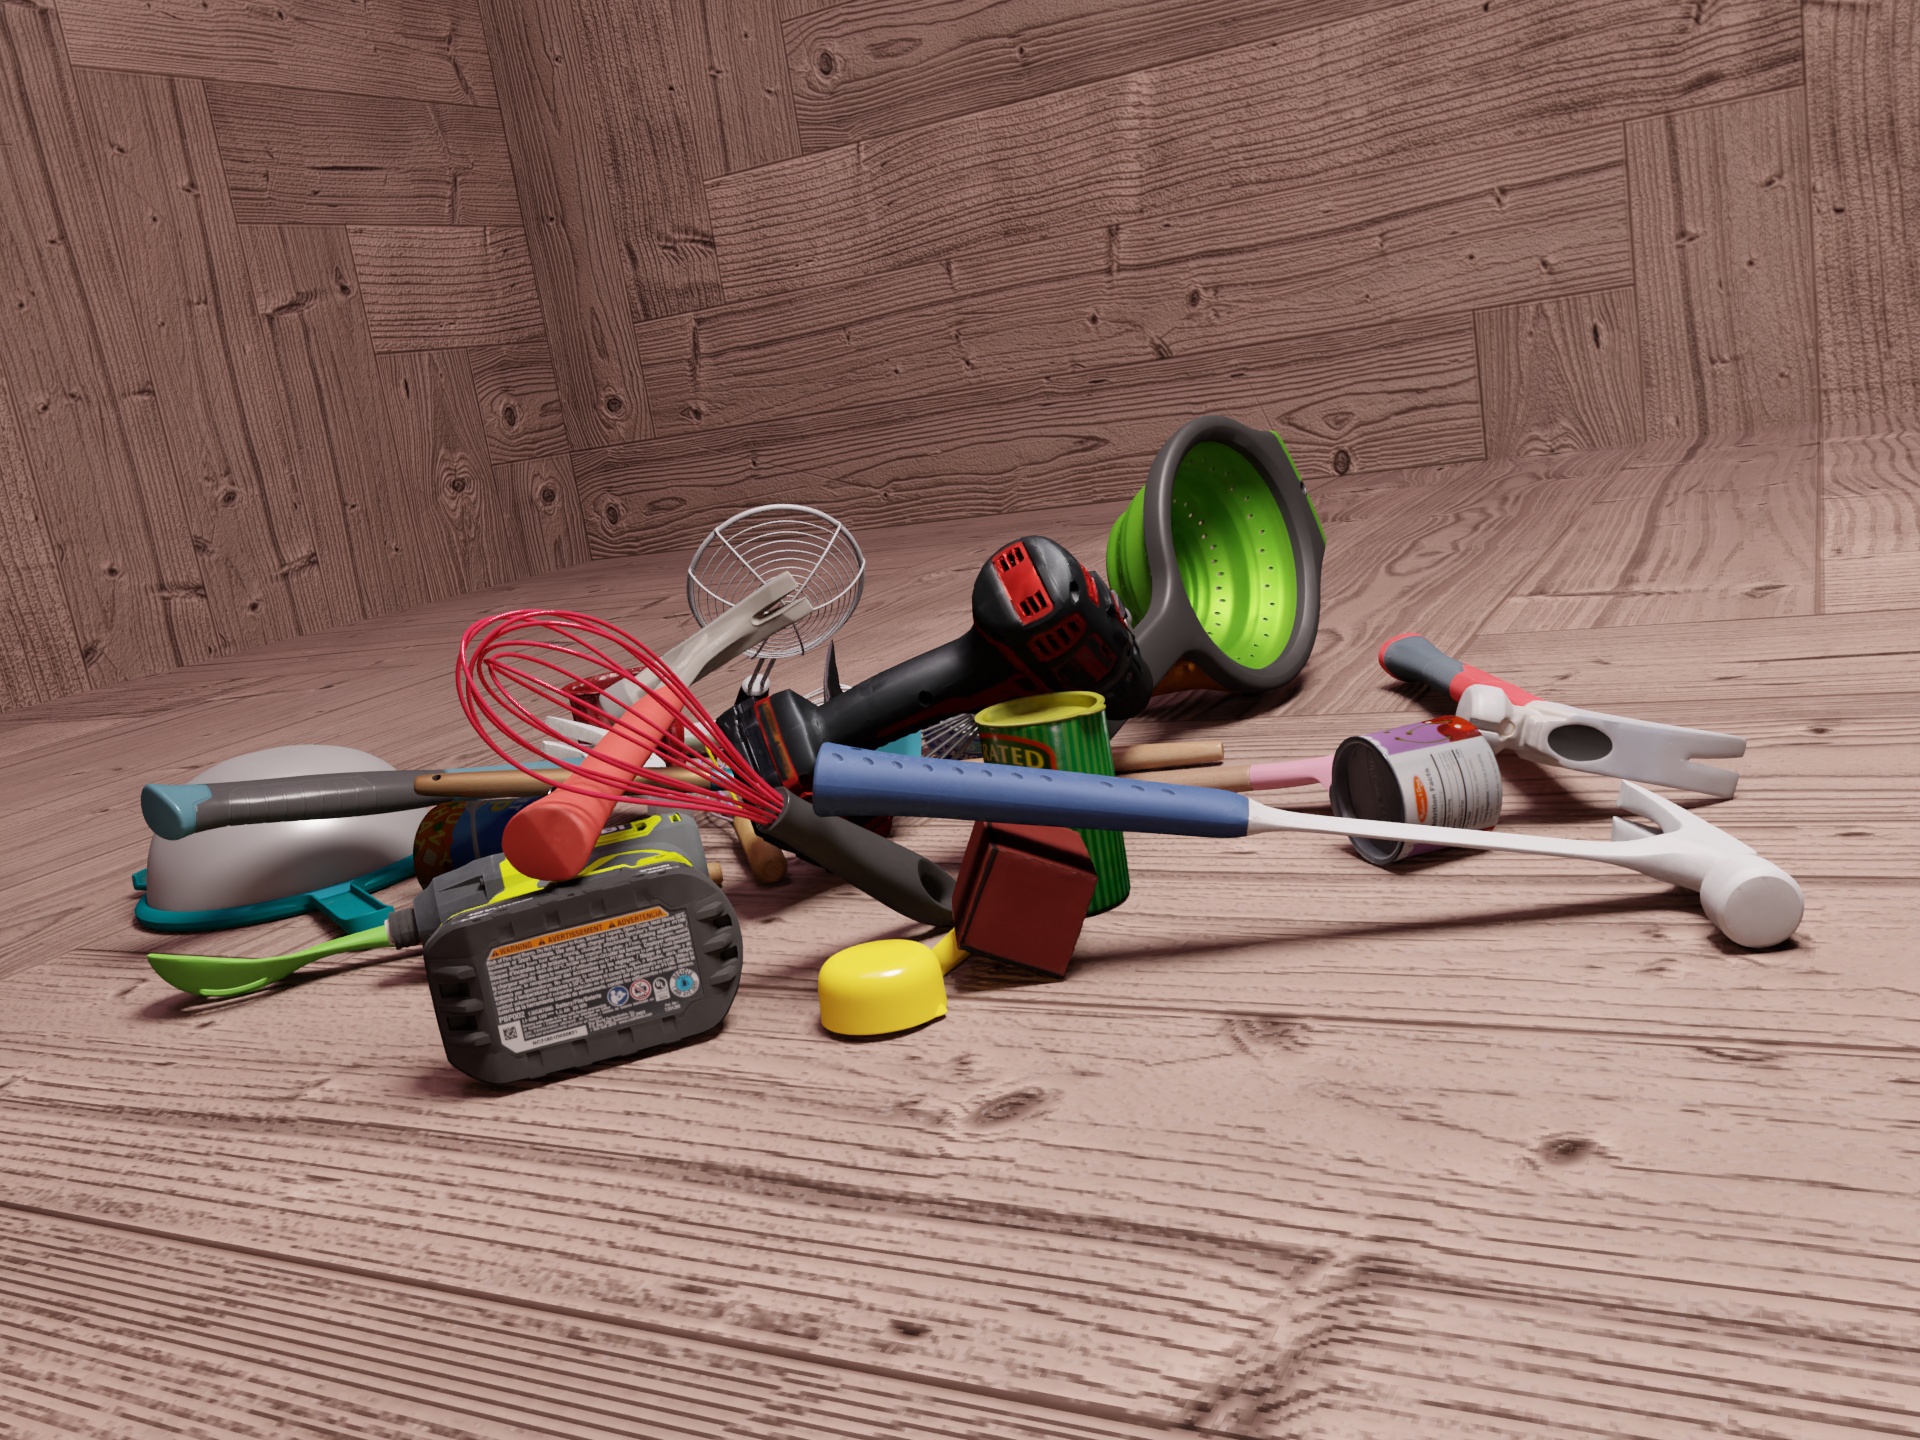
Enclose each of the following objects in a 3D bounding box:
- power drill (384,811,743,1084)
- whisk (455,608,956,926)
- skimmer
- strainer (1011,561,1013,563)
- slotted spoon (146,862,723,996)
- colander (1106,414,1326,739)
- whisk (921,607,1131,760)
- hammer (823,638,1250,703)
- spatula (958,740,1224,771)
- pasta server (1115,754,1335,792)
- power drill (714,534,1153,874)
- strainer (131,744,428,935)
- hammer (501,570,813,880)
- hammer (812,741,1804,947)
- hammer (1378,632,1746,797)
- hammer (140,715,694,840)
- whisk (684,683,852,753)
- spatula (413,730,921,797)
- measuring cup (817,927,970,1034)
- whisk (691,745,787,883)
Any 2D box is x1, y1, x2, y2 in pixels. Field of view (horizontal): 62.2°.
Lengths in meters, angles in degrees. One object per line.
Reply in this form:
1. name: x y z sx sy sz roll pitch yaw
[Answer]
1. power drill: -0.201 0.104 0.795 0.171 0.080 0.223 -13 9 -16
2. whisk: -0.101 0.032 0.732 0.295 0.073 0.073 33 -17 -36
3. skimmer: -0.158 -0.069 1.250 0.127 0.090 0.363 -6 -10 -14
4. strainer: 0.062 -0.067 1.177 0.050 0.086 0.259 -26 32 3
5. slotted spoon: -0.291 0.117 0.907 0.313 0.031 0.070 -10 -6 -14
6. colander: 0.132 -0.073 1.124 0.094 0.204 0.397 -13 23 42
7. whisk: 0.012 -0.007 1.004 0.239 0.055 0.055 -34 -1 28
8. hammer: 0.064 -0.027 1.207 0.337 0.034 0.127 -7 44 -8
9. spatula: 0.020 0.033 1.080 0.316 0.018 0.059 -5 -4 17
10. pasta server: 0.147 0.043 0.932 0.316 0.040 0.060 -7 11 30
11. power drill: -0.001 -0.003 0.899 0.226 0.080 0.187 -31 -27 12
12. strainer: -0.439 0.072 1.061 0.211 0.095 0.340 -16 13 -31
13. hammer: -0.165 0.000 0.858 0.149 0.036 0.359 -32 12 9
14. hammer: 0.138 0.044 0.710 0.405 0.035 0.144 5 12 5
15. hammer: 0.339 -0.015 0.988 0.143 0.038 0.386 10 9 2
16. hammer: -0.349 0.045 1.039 0.331 0.033 0.128 -4 28 -38
17. whisk: -0.167 0.006 1.294 0.246 0.059 0.058 -8 39 27
18. spatula: -0.183 0.028 0.997 0.317 0.044 0.082 -2 39 -3
19. measuring cup: -0.015 0.104 0.749 0.062 0.029 0.156 -3 13 26
20. whisk: -0.144 0.058 1.038 0.051 0.047 0.245 -10 15 -12
